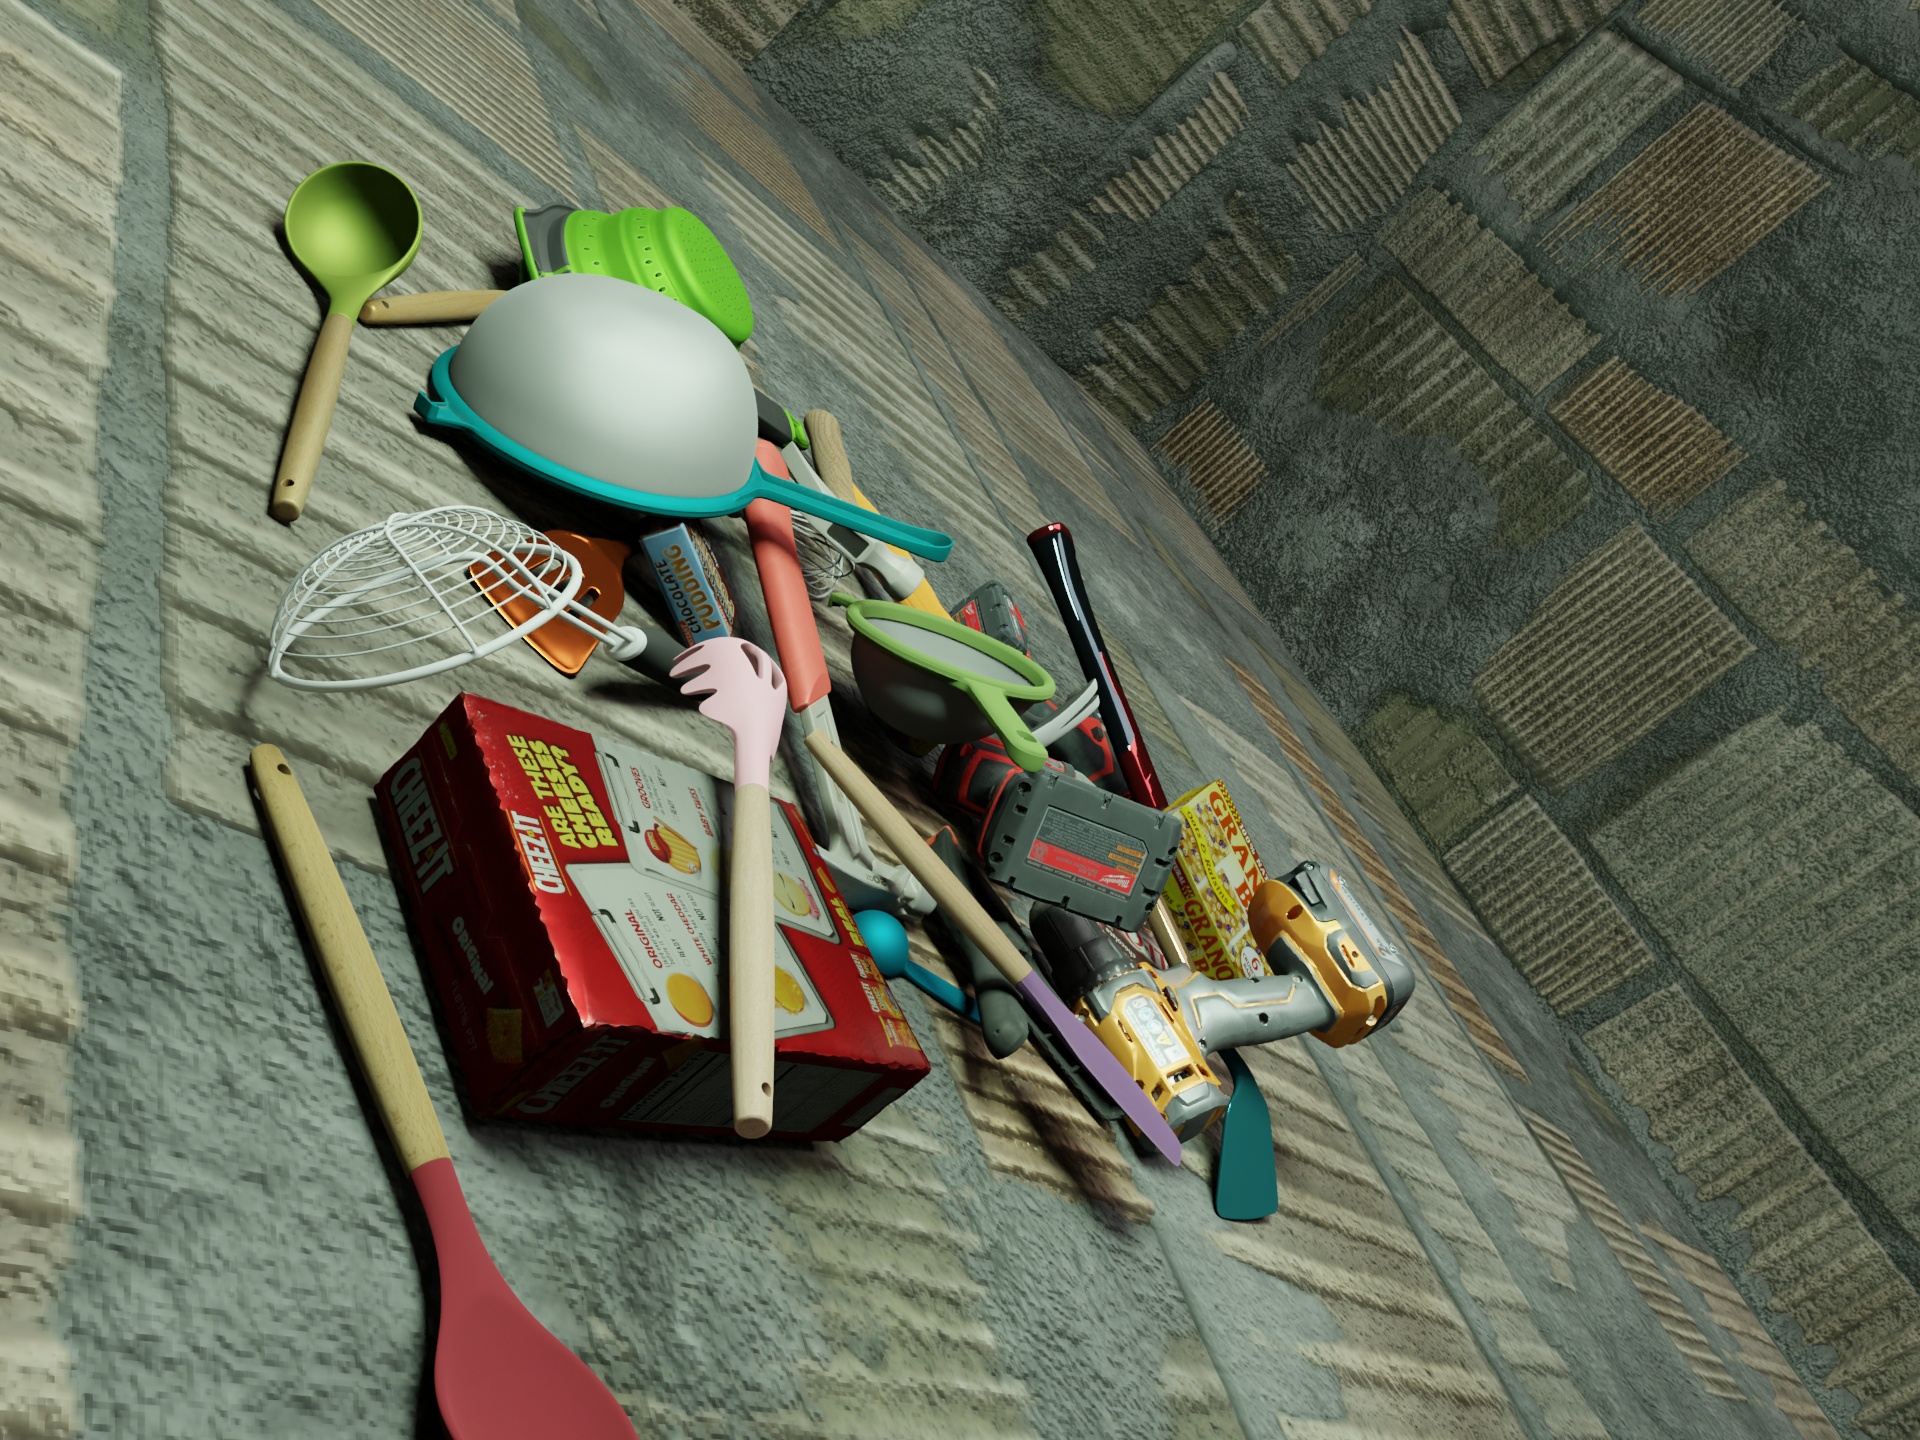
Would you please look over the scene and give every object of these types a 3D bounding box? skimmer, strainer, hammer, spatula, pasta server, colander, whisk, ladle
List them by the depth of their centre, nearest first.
[{"bbox_3d":[-0.188,0.128,0.535,0.316,0.031,0.069,56,16,27],"label":"ladle"},{"bbox_3d":[-0.094,0.054,0.683,0.060,0.040,0.317,37,24,-29],"label":"pasta server"},{"bbox_3d":[-0.188,-0.023,0.770,0.363,0.127,0.090,39,45,-74],"label":"skimmer"},{"bbox_3d":[-0.335,-0.208,0.842,0.321,0.078,0.062,-104,-167,-48],"label":"ladle"},{"bbox_3d":[0.019,0.126,0.902,0.316,0.018,0.060,48,10,3],"label":"spatula"},{"bbox_3d":[-0.211,-0.105,0.985,0.081,0.041,0.323,48,13,-10],"label":"spatula"},{"bbox_3d":[-0.150,-0.196,0.994,0.340,0.095,0.211,20,27,-11],"label":"strainer"},{"bbox_3d":[-0.107,-0.045,1.001,0.149,0.036,0.359,30,34,-49],"label":"hammer"},{"bbox_3d":[-0.002,-0.003,1.033,0.151,0.069,0.257,16,17,-23],"label":"strainer"},{"bbox_3d":[0.155,0.194,1.132,0.082,0.044,0.318,16,43,-48],"label":"spatula"},{"bbox_3d":[-0.156,-0.153,1.153,0.058,0.059,0.246,6,-15,34],"label":"whisk"},{"bbox_3d":[-0.192,-0.307,1.281,0.396,0.094,0.205,22,45,-66],"label":"colander"},{"bbox_3d":[-0.104,-0.199,1.283,0.130,0.031,0.332,40,13,-23],"label":"hammer"},{"bbox_3d":[-0.023,-0.095,1.298,0.337,0.127,0.034,54,-11,34],"label":"hammer"},{"bbox_3d":[0.131,0.018,1.324,0.143,0.038,0.386,-12,79,-58],"label":"hammer"}]

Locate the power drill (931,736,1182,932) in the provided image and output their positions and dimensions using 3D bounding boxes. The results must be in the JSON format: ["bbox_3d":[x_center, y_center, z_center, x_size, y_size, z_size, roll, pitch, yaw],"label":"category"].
[{"bbox_3d":[0.065,0.066,1.074,0.143,0.078,0.220,21,5,-12],"label":"power drill"}]

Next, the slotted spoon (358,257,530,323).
[{"bbox_3d":[-0.323,-0.286,1.083,0.070,0.031,0.314,53,18,-7],"label":"slotted spoon"}]

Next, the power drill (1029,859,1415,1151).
[{"bbox_3d":[0.170,0.169,1.079,0.226,0.084,0.186,-18,58,-26],"label":"power drill"}]

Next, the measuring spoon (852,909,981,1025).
[{"bbox_3d":[-0.014,0.146,0.928,0.128,0.021,0.042,39,20,-33],"label":"measuring spoon"}]

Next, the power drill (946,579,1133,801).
[{"bbox_3d":[0.073,-0.019,1.412,0.226,0.080,0.188,44,18,-27],"label":"power drill"}]
